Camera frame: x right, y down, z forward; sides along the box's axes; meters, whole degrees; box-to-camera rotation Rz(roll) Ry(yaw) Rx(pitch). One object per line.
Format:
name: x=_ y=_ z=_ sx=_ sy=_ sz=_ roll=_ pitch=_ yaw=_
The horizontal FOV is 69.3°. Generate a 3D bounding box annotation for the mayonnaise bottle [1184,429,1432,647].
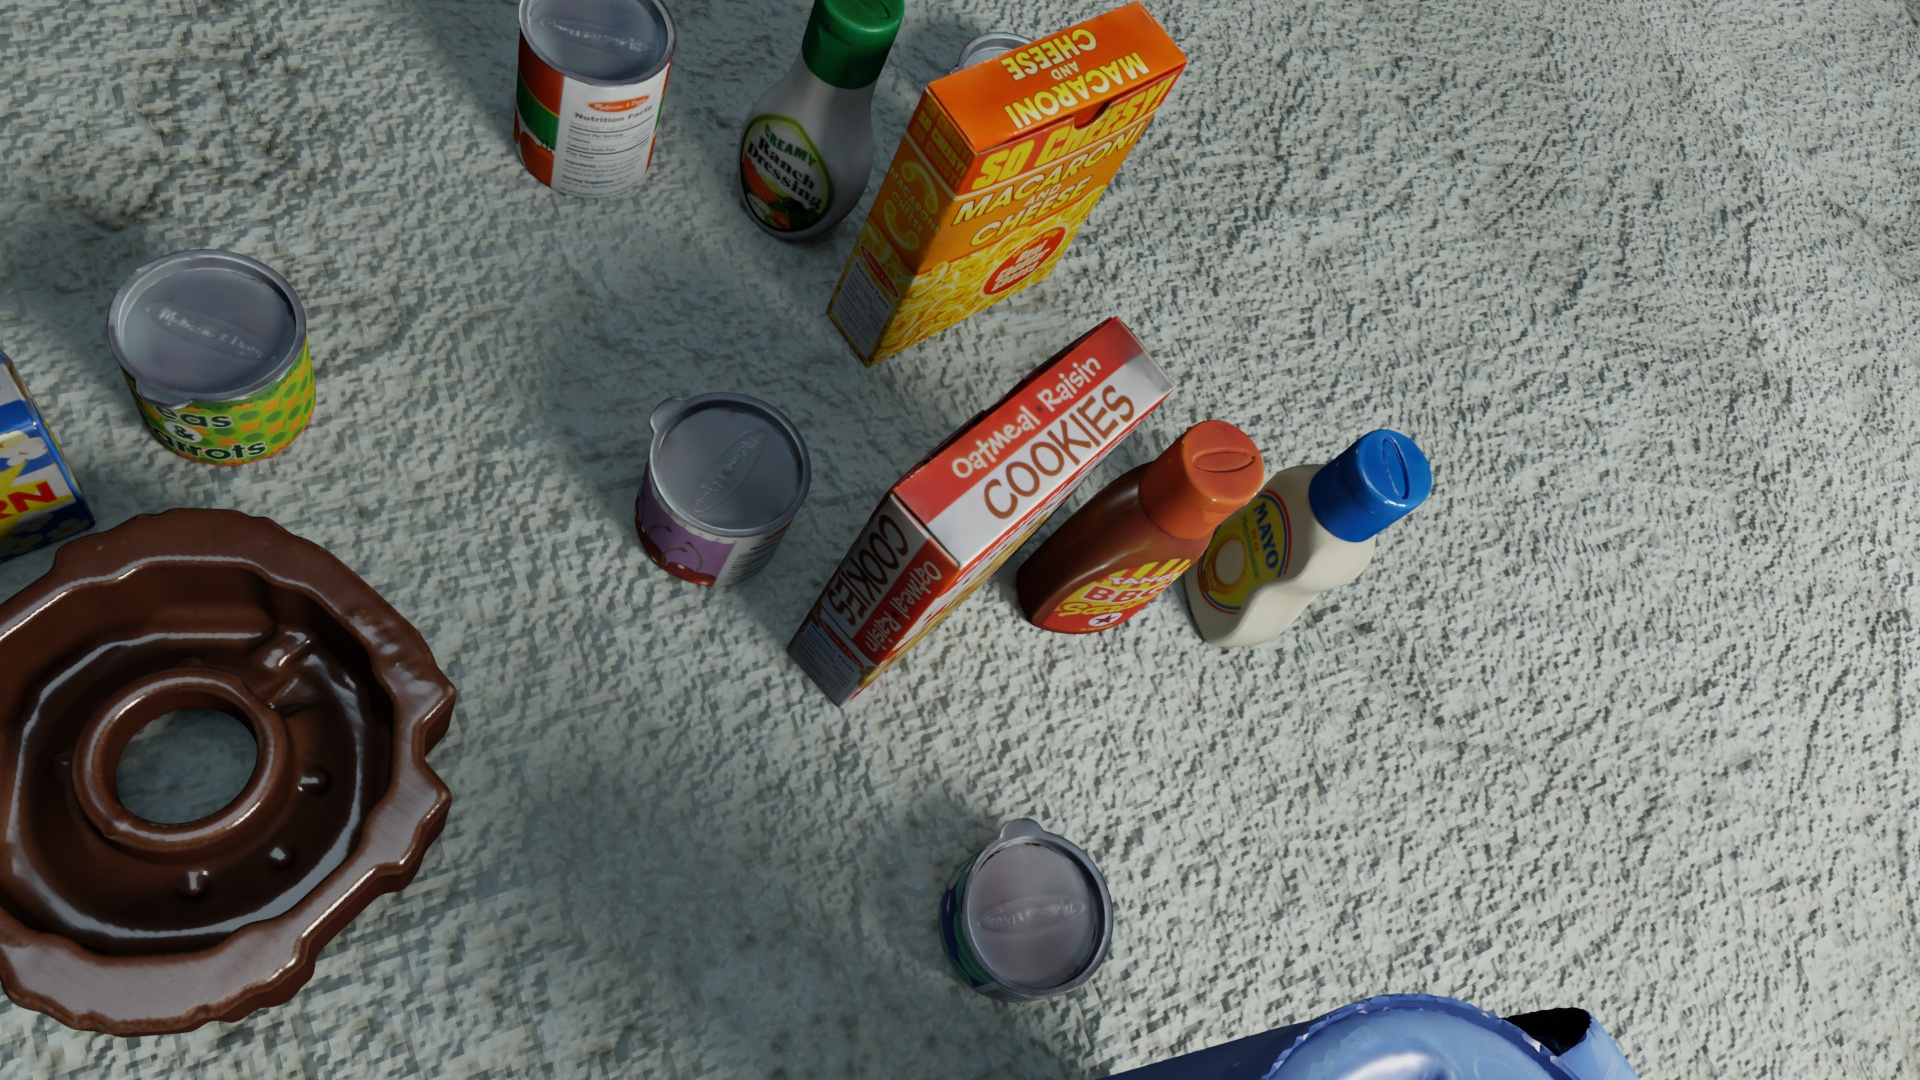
mayonnaise bottle: x=0.151 y=-0.002 z=0.622 sx=0.041 sy=0.147 sz=0.065 roll=0 pitch=67 yaw=-20

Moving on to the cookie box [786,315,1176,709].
cookie box: x=0.002 y=-0.007 z=0.558 sx=0.040 sy=0.166 sz=0.123 roll=47 pitch=60 yaw=4

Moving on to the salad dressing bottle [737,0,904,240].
salad dressing bottle: x=-0.063 y=-0.196 z=0.632 sx=0.064 sy=0.147 sz=0.044 roll=40 pitch=60 yaw=0

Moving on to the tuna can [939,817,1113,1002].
tuna can: x=0.026 y=0.153 z=0.572 sx=0.071 sy=0.032 sz=0.071 roll=8 pitch=64 yaw=-17

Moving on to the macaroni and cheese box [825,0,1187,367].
macaroni and cheese box: x=0.017 y=-0.157 z=0.632 sx=0.124 sy=0.165 sz=0.040 roll=-32 pitch=81 yaw=-29

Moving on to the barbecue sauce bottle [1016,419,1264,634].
barbecue sauce bottle: x=0.077 y=-0.003 z=0.595 sx=0.065 sy=0.148 sz=0.044 roll=-5 pitch=69 yaw=-22

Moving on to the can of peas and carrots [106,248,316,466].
can of peas and carrots: x=-0.290 y=-0.068 z=0.541 sx=0.071 sy=0.058 sz=0.071 roll=8 pitch=65 yaw=-17

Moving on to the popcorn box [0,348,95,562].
popcorn box: x=-0.374 y=-0.010 z=0.469 sx=0.127 sy=0.085 sz=0.038 roll=-29 pitch=79 yaw=-28

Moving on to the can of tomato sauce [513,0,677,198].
can of tomato sauce: x=-0.169 y=-0.209 z=0.636 sx=0.071 sy=0.082 sz=0.071 roll=8 pitch=65 yaw=-17

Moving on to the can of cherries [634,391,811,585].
can of cherries: x=-0.104 y=-0.023 z=0.589 sx=0.071 sy=0.058 sz=0.072 roll=8 pitch=65 yaw=-17

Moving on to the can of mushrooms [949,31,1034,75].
can of mushrooms: x=0.023 y=-0.237 z=0.748 sx=0.071 sy=0.033 sz=0.071 roll=8 pitch=64 yaw=-17
